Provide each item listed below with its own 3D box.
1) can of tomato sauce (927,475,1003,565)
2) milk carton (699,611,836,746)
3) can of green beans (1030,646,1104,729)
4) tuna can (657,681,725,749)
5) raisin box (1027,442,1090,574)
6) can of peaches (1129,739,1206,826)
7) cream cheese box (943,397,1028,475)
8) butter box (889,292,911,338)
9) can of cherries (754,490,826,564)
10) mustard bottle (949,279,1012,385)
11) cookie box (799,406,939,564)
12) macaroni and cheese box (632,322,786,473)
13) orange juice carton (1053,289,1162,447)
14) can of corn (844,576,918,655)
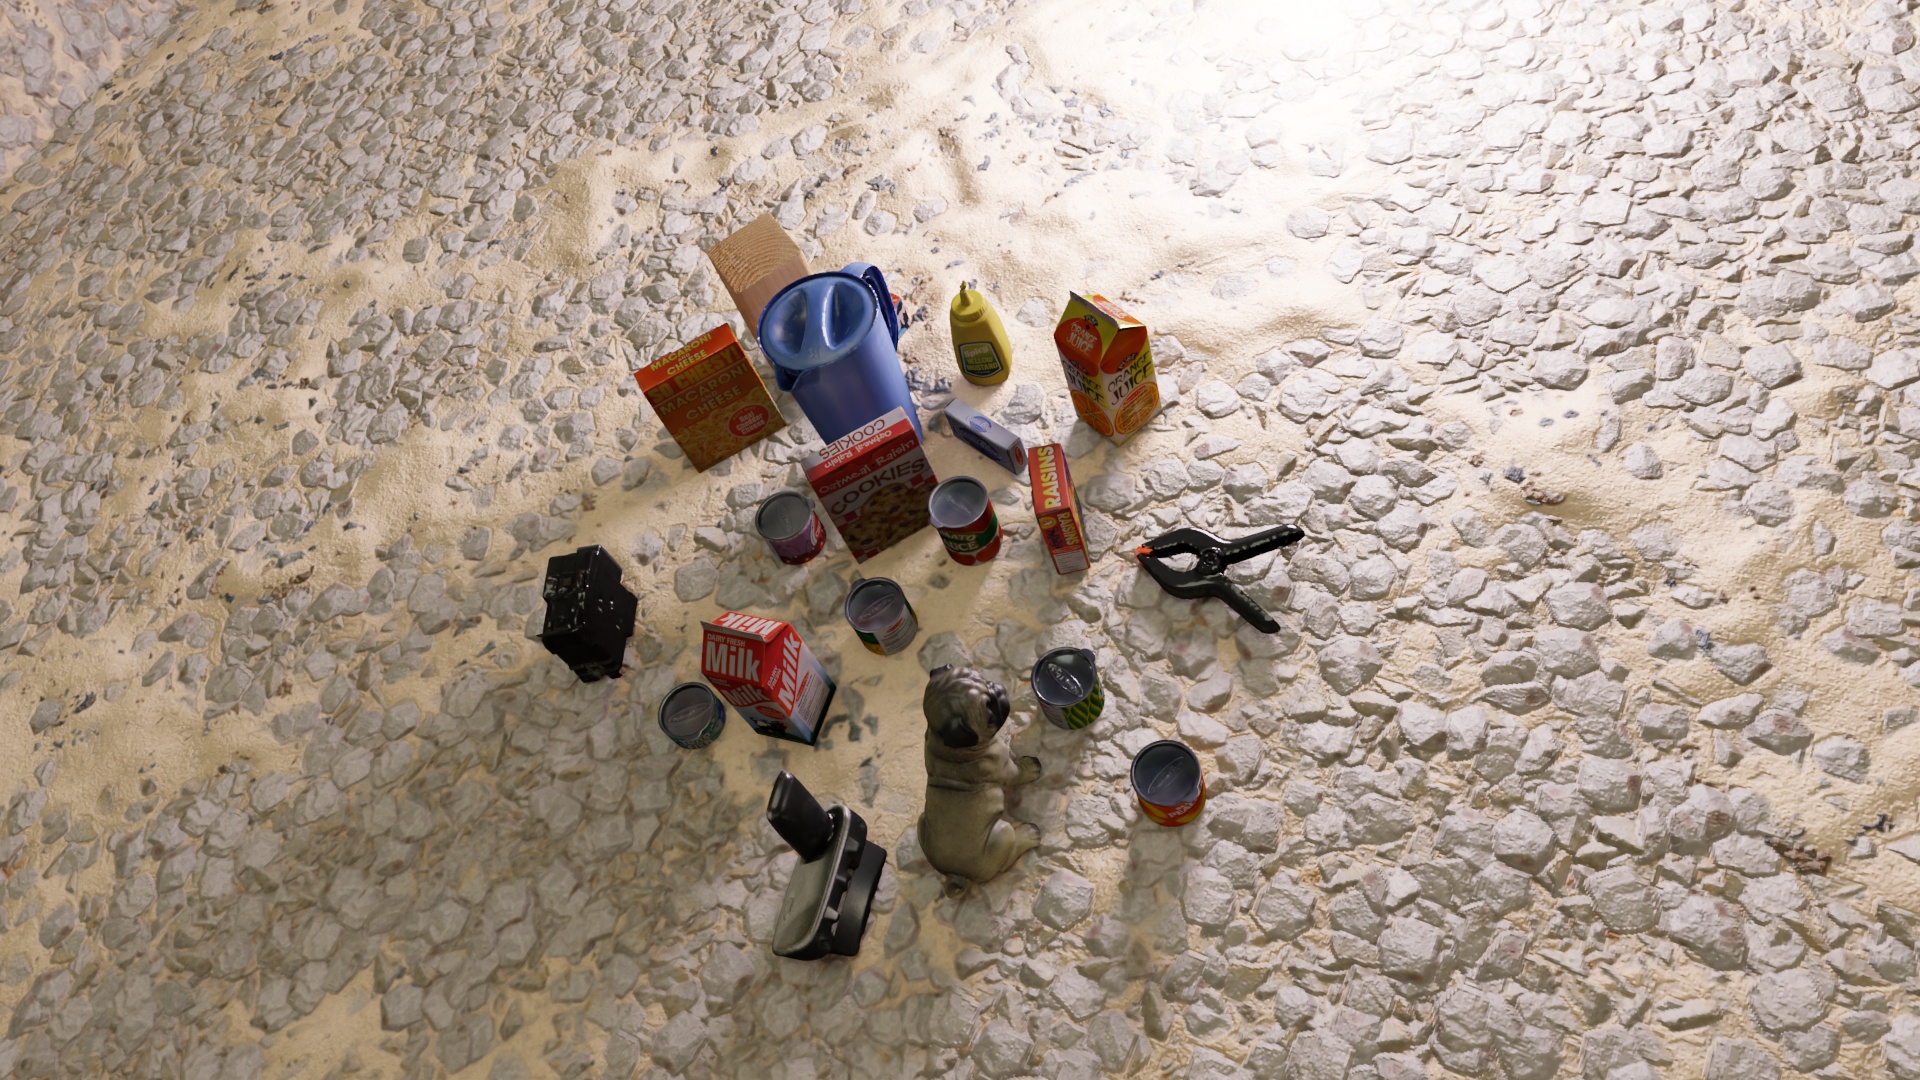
[{"bbox_3d":[0.005,-0.019,1.504,0.071,0.082,0.071,-7,57,12],"label":"can of tomato sauce"},{"bbox_3d":[-0.197,0.132,1.401,0.072,0.189,0.074,10,62,21],"label":"milk carton"},{"bbox_3d":[0.108,0.148,1.385,0.071,0.057,0.071,-7,57,11],"label":"can of green beans"},{"bbox_3d":[-0.286,0.190,1.485,0.071,0.032,0.071,-7,57,11],"label":"tuna can"},{"bbox_3d":[0.103,-0.033,1.461,0.040,0.123,0.086,-11,57,9],"label":"raisin box"},{"bbox_3d":[0.198,0.231,1.307,0.071,0.057,0.071,-7,57,11],"label":"can of peaches"},{"bbox_3d":[0.029,-0.118,1.578,0.104,0.053,0.024,35,73,31],"label":"cream cheese box"},{"bbox_3d":[-0.103,-0.248,1.698,0.024,0.053,0.104,27,69,28],"label":"butter box"},{"bbox_3d":[-0.189,-0.014,1.571,0.071,0.058,0.072,-7,57,11],"label":"can of cherries"},{"bbox_3d":[0.017,-0.241,1.594,0.065,0.159,0.049,-5,58,13],"label":"mustard bottle"},{"bbox_3d":[-0.088,-0.057,1.503,0.123,0.166,0.040,-29,56,-3],"label":"cookie box"},{"bbox_3d":[-0.292,-0.165,1.630,0.124,0.165,0.040,-30,56,-4],"label":"macaroni and cheese box"},{"bbox_3d":[0.159,-0.194,1.505,0.073,0.192,0.072,-42,57,-11],"label":"orange juice carton"},{"bbox_3d":[-0.085,0.080,1.482,0.071,0.058,0.071,-7,57,11],"label":"can of corn"}]
